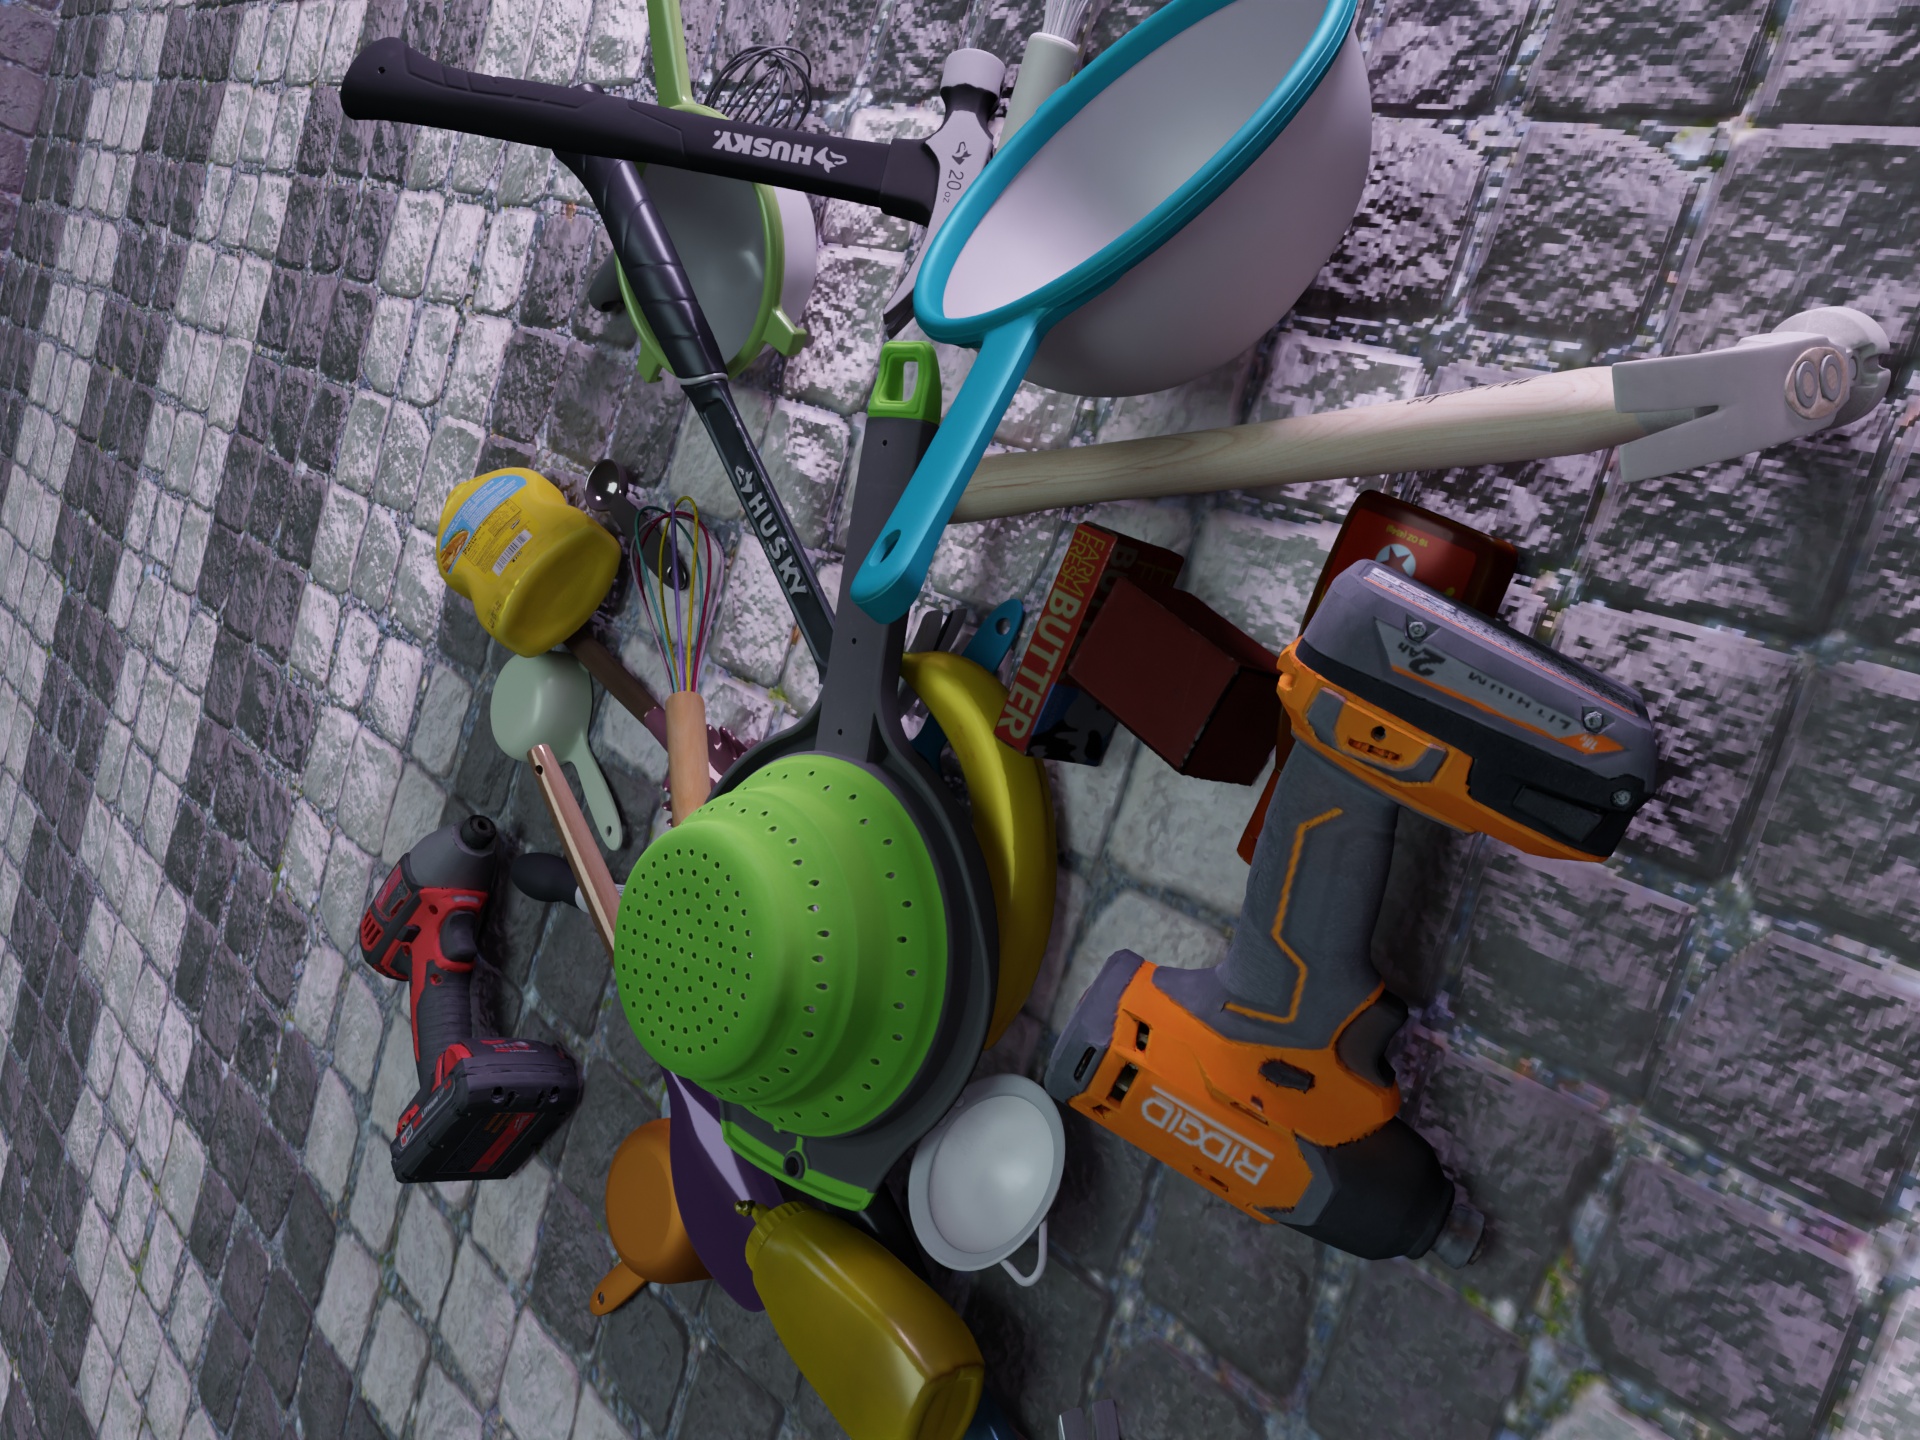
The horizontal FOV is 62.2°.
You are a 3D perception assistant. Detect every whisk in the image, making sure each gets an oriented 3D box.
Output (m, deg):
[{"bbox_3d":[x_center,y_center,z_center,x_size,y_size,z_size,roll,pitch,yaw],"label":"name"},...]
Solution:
[{"bbox_3d":[-0.166,-0.326,0.977,0.239,0.055,0.055,-34,61,42],"label":"whisk"},{"bbox_3d":[0.047,-0.334,0.767,0.059,0.057,0.246,-116,42,-74],"label":"whisk"},{"bbox_3d":[-0.154,-0.030,0.882,0.047,0.051,0.245,-24,54,19],"label":"whisk"},{"bbox_3d":[-0.196,0.107,0.927,0.285,0.070,0.070,8,89,50],"label":"whisk"}]

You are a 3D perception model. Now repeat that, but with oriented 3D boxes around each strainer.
[{"bbox_3d":[-0.014,0.161,0.744,0.087,0.050,0.259,-46,46,8],"label":"strainer"},{"bbox_3d":[-0.135,-0.320,0.893,0.151,0.069,0.256,3,103,46],"label":"strainer"},{"bbox_3d":[0.062,-0.151,0.615,0.211,0.095,0.340,-9,47,49],"label":"strainer"}]

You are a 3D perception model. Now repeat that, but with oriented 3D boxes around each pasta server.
[{"bbox_3d":[-0.202,-0.017,0.963,0.060,0.040,0.316,-53,47,2],"label":"pasta server"}]

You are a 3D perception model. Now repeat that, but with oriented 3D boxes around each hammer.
[{"bbox_3d":[-0.031,0.260,0.748,0.128,0.033,0.331,-55,50,25],"label":"hammer"},{"bbox_3d":[0.108,-0.101,0.611,0.411,0.146,0.038,2,106,50],"label":"hammer"},{"bbox_3d":[-0.128,-0.169,0.848,0.149,0.036,0.409,-34,75,35],"label":"hammer"},{"bbox_3d":[-0.153,-0.293,0.811,0.335,0.035,0.146,11,83,4],"label":"hammer"}]

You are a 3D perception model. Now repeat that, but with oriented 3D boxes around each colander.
[{"bbox_3d":[-0.076,0.021,0.711,0.205,0.094,0.397,12,94,41],"label":"colander"}]

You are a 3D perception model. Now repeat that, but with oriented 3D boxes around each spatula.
[{"bbox_3d":[-0.162,0.153,0.826,0.060,0.018,0.316,-31,76,18],"label":"spatula"}]

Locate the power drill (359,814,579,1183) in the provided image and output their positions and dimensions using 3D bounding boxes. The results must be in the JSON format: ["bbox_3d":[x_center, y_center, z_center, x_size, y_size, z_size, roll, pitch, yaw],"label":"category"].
[{"bbox_3d":[-0.324,0.173,1.029,0.143,0.078,0.220,-48,50,28],"label":"power drill"}]

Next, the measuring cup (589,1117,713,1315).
[{"bbox_3d":[-0.178,0.285,0.875,0.173,0.052,0.095,-47,54,27],"label":"measuring cup"}]

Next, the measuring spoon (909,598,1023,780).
[{"bbox_3d":[-0.001,-0.002,0.779,0.042,0.021,0.128,37,101,31],"label":"measuring spoon"}]

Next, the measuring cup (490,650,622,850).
[{"bbox_3d":[-0.256,0.020,1.007,0.083,0.038,0.168,-54,48,24],"label":"measuring cup"}]

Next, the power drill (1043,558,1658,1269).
[{"bbox_3d":[0.145,0.078,0.551,0.164,0.084,0.226,29,110,12],"label":"power drill"}]

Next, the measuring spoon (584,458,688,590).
[{"bbox_3d":[-0.199,-0.120,0.996,0.034,0.018,0.124,-52,58,18],"label":"measuring spoon"}]
